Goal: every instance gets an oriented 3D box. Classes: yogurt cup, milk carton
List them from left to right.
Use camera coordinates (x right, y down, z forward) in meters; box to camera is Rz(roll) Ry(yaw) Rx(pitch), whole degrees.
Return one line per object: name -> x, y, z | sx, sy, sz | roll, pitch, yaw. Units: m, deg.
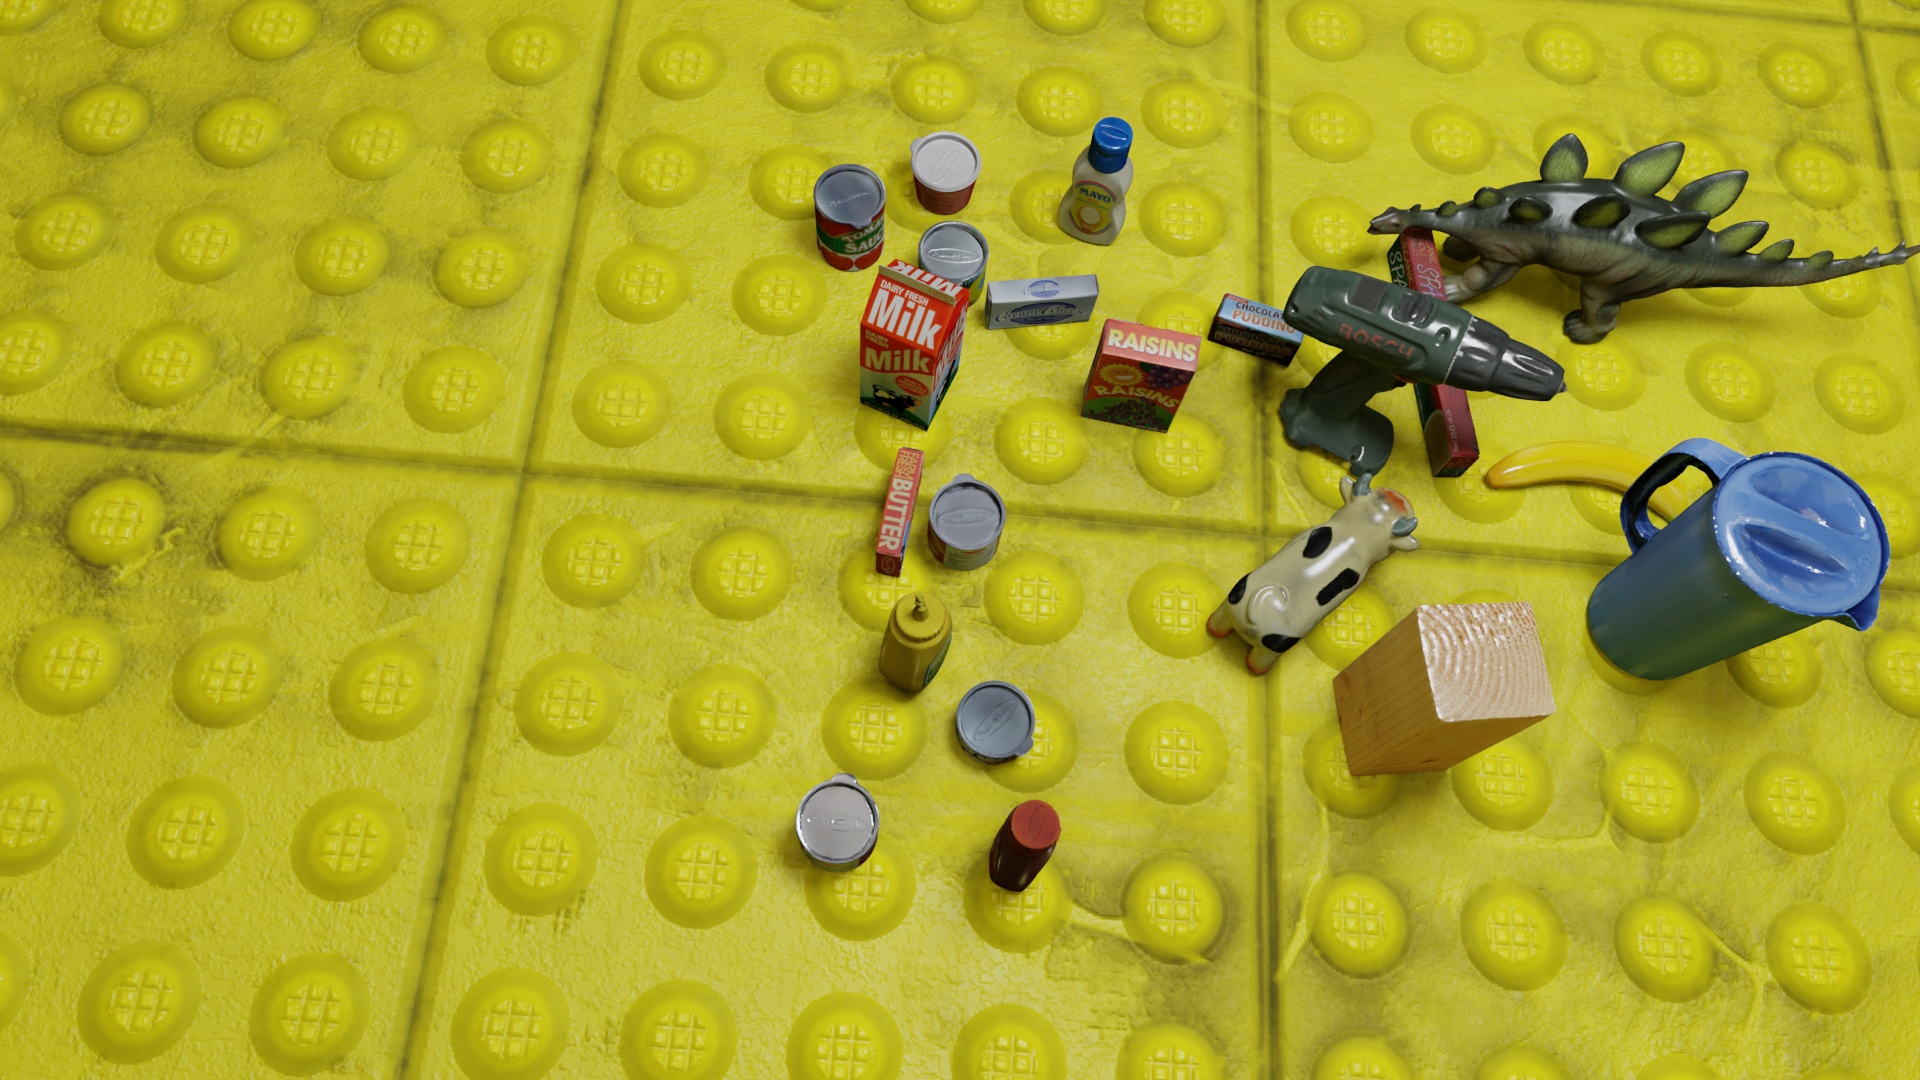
milk carton -> -0.041, -0.176, 1.206 | 0.072, 0.189, 0.074 | 23, 69, 5
yogurt cup -> -0.015, -0.354, 1.350 | 0.072, 0.053, 0.072 | 1, 69, -3

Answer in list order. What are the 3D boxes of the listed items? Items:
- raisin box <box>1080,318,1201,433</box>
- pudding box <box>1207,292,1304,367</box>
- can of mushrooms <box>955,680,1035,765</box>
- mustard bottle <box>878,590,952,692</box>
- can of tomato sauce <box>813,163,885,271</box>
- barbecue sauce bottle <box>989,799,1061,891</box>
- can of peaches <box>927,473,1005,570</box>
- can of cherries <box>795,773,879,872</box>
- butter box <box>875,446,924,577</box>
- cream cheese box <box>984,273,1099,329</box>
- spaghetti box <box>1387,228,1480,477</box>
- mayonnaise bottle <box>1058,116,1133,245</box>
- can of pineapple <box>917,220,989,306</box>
raisin box -> 0.160, -0.146, 1.243 | 0.086, 0.123, 0.040 | 12, 69, 1
pudding box -> 0.281, -0.199, 1.312 | 0.084, 0.049, 0.030 | 20, 69, 4
can of mushrooms -> 0.030, 0.155, 1.164 | 0.071, 0.033, 0.071 | 1, 69, -3
mustard bottle -> -0.035, 0.076, 1.123 | 0.049, 0.159, 0.065 | 28, 70, 7
can of tomato sauce -> -0.103, -0.301, 1.308 | 0.071, 0.082, 0.071 | 1, 69, -3
barbecue sauce bottle -> 0.051, 0.232, 1.074 | 0.044, 0.148, 0.065 | 19, 69, 4
can of peaches -> 0.004, -0.015, 1.216 | 0.071, 0.058, 0.071 | 1, 69, -3
can of cherries -> -0.097, 0.227, 1.114 | 0.071, 0.058, 0.072 | 1, 69, -3
butter box -> -0.054, -0.025, 1.219 | 0.024, 0.053, 0.104 | 11, 68, 1
cream cheese box -> 0.075, -0.224, 1.306 | 0.104, 0.053, 0.024 | -5, 70, -6
spaghetti box -> 0.446, -0.182, 1.316 | 0.029, 0.050, 0.251 | -2, 69, -4
mayonnaise bottle -> 0.131, -0.337, 1.303 | 0.065, 0.147, 0.041 | 21, 69, 4
can of pineapple -> -0.009, -0.257, 1.310 | 0.071, 0.057, 0.071 | 1, 69, -3
